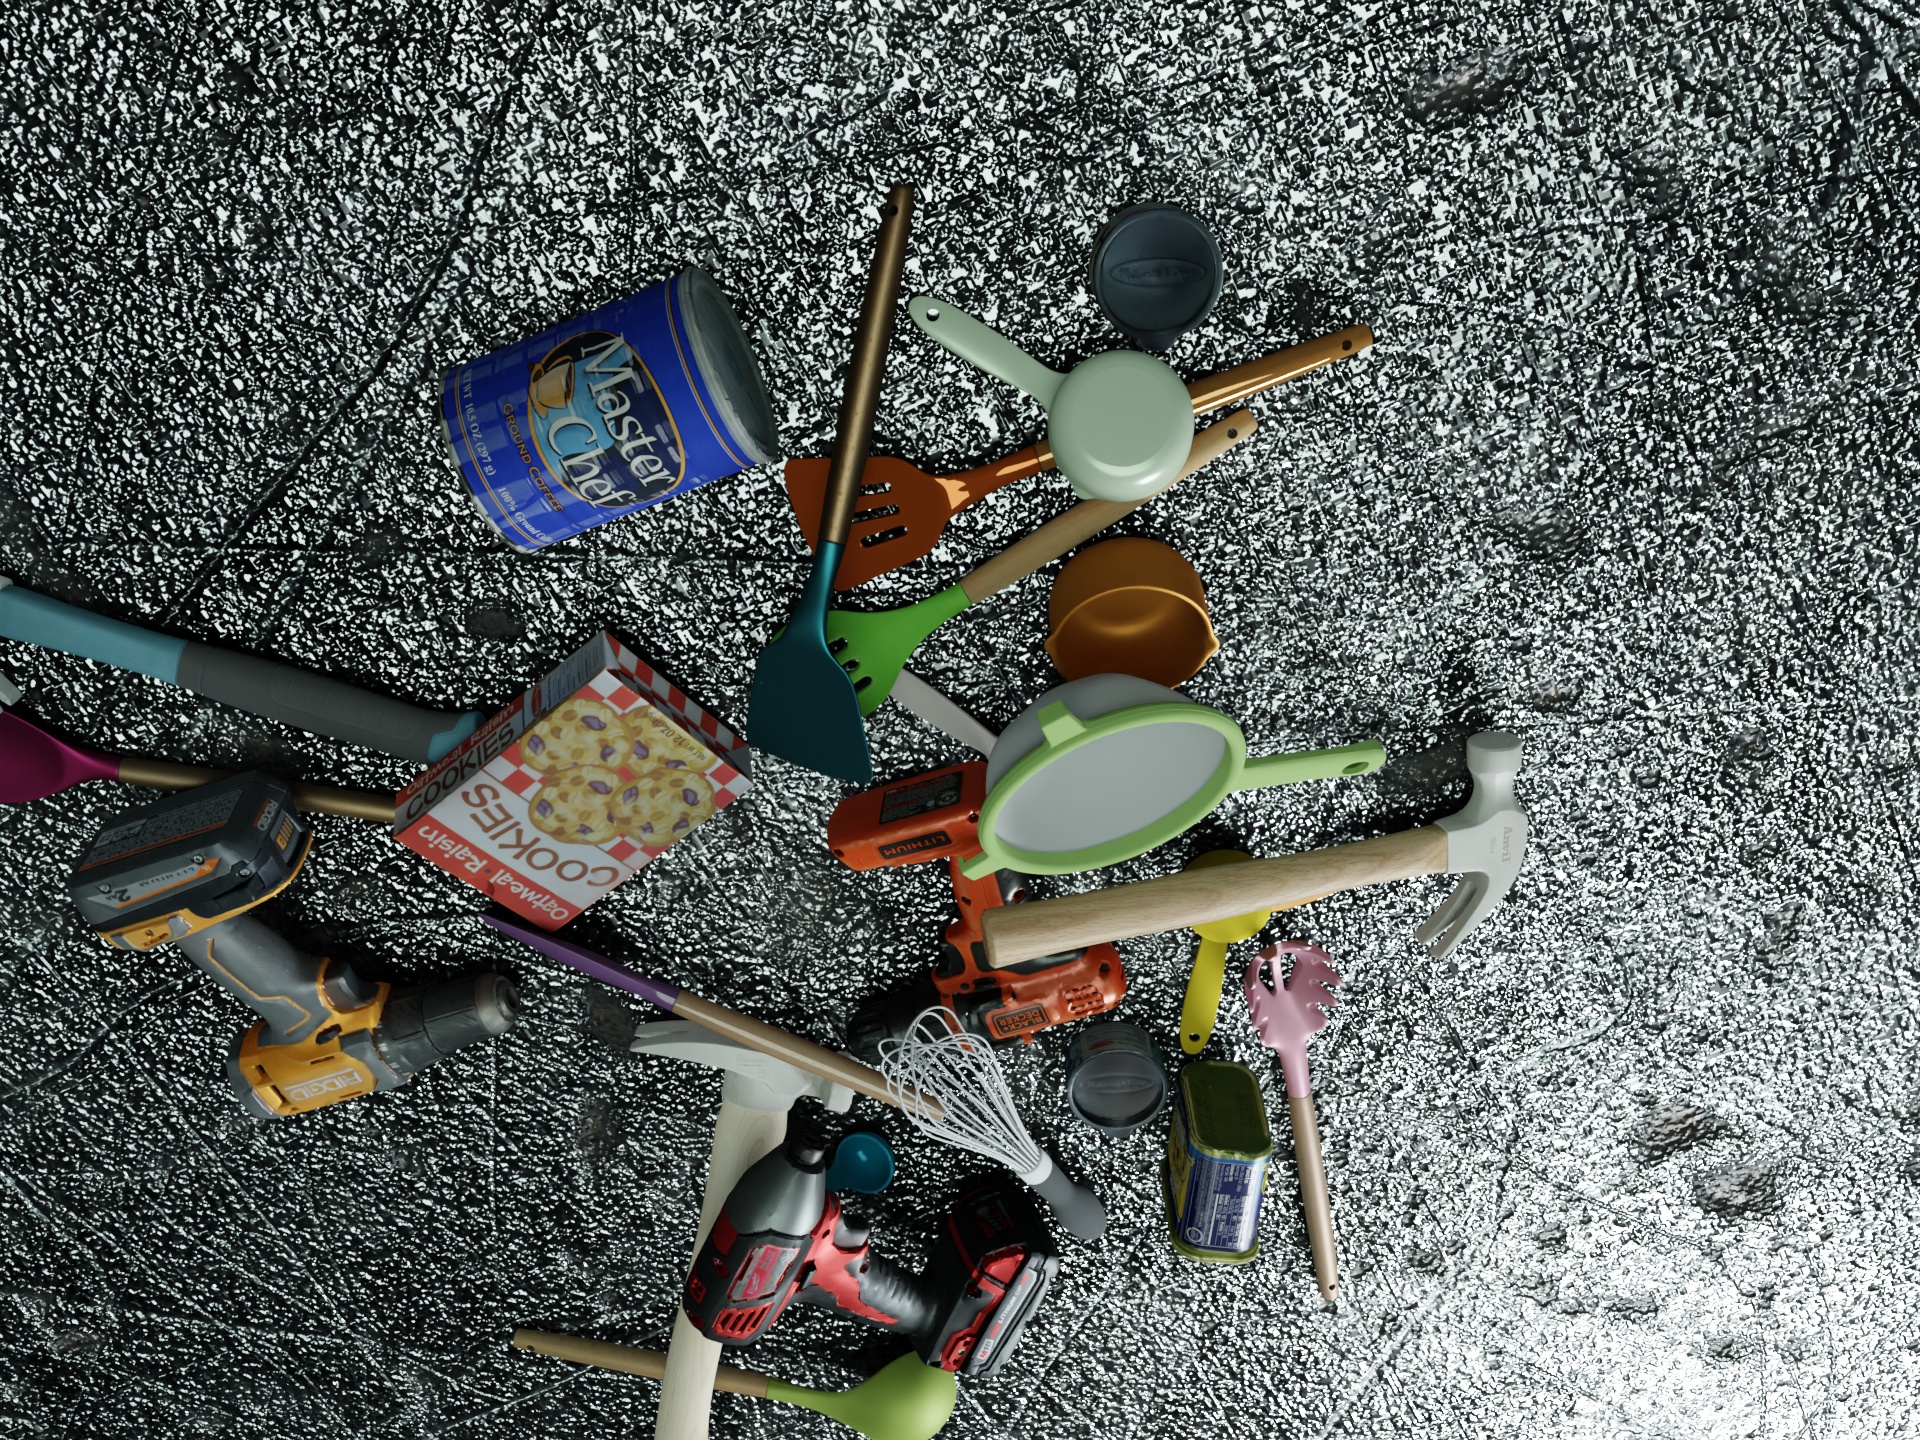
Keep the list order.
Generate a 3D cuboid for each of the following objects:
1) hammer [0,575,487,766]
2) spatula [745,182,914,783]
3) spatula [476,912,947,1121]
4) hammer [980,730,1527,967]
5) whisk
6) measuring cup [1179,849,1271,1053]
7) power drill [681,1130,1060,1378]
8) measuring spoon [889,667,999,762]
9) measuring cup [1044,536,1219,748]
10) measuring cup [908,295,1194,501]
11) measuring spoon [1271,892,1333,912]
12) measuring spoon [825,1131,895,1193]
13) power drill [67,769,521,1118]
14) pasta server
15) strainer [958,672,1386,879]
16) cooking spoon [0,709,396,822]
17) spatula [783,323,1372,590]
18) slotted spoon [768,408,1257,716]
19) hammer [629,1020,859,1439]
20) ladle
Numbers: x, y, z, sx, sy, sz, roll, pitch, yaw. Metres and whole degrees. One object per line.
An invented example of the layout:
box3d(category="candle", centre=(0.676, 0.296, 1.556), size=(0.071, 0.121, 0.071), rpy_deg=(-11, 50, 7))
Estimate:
box3d(category="hammer", centre=(-0.431, -0.030, 0.912), size=(0.331, 0.033, 0.128), rpy_deg=(18, 113, -8))
box3d(category="spatula", centre=(-0.060, -0.122, 0.847), size=(0.082, 0.044, 0.317), rpy_deg=(17, 102, 21))
box3d(category="spatula", centre=(-0.153, 0.184, 0.991), size=(0.316, 0.059, 0.018), rpy_deg=(24, 73, -5))
box3d(category="hammer", centre=(0.175, 0.098, 0.930), size=(0.331, 0.031, 0.130), rpy_deg=(-11, 111, -9))
box3d(category="whisk", centre=(0.032, 0.266, 1.006), size=(0.070, 0.070, 0.284), rpy_deg=(-26, 133, 12))
box3d(category="measuring cup", centre=(0.158, 0.154, 0.996), size=(0.062, 0.029, 0.156), rpy_deg=(8, 117, 4))
box3d(category="power drill", centre=(-0.055, 0.342, 1.024), size=(0.219, 0.079, 0.143), rpy_deg=(20, 105, -26))
box3d(category="measuring spoon", centre=(-0.001, -0.003, 0.936), size=(0.124, 0.018, 0.034), rpy_deg=(34, 122, -8))
box3d(category="measuring cup", centre=(0.090, -0.032, 0.907), size=(0.095, 0.052, 0.173), rpy_deg=(0, 140, -3))
box3d(category="measuring cup", centre=(0.044, -0.176, 0.819), size=(0.167, 0.038, 0.083), rpy_deg=(31, 92, 1))
box3d(category="measuring spoon", centre=(0.232, 0.094, 0.982), size=(0.117, 0.011, 0.021), rpy_deg=(-22, 113, 14))
box3d(category="measuring spoon", centre=(-0.094, 0.315, 1.085), size=(0.128, 0.021, 0.042), rpy_deg=(-33, 87, 24))
box3d(category="power drill", centre=(-0.391, 0.140, 0.959), size=(0.185, 0.084, 0.226), rpy_deg=(-17, 124, 8))
box3d(category="pasta server", centre=(0.229, 0.270, 1.049), size=(0.060, 0.040, 0.316), rpy_deg=(-16, 116, -5))
box3d(category="strainer", centre=(0.120, 0.012, 0.883), size=(0.256, 0.069, 0.151), rpy_deg=(-6, 145, -25))
box3d(category="cooking spoon", centre=(-0.473, 0.033, 0.950), size=(0.319, 0.017, 0.068), rpy_deg=(9, 117, -3))
box3d(category="spatula", centre=(0.063, -0.153, 0.859), size=(0.322, 0.041, 0.081), rpy_deg=(-20, 112, 5))
box3d(category="slotted spoon", centre=(0.024, -0.086, 0.884), size=(0.314, 0.031, 0.070), rpy_deg=(-30, 109, 11))
box3d(category="hammer", centre=(-0.181, 0.394, 1.079), size=(0.146, 0.038, 0.410), rpy_deg=(12, 106, -4))
box3d(category="ladle", centre=(-0.162, 0.465, 1.147), size=(0.320, 0.062, 0.078), rpy_deg=(10, 120, 3))
